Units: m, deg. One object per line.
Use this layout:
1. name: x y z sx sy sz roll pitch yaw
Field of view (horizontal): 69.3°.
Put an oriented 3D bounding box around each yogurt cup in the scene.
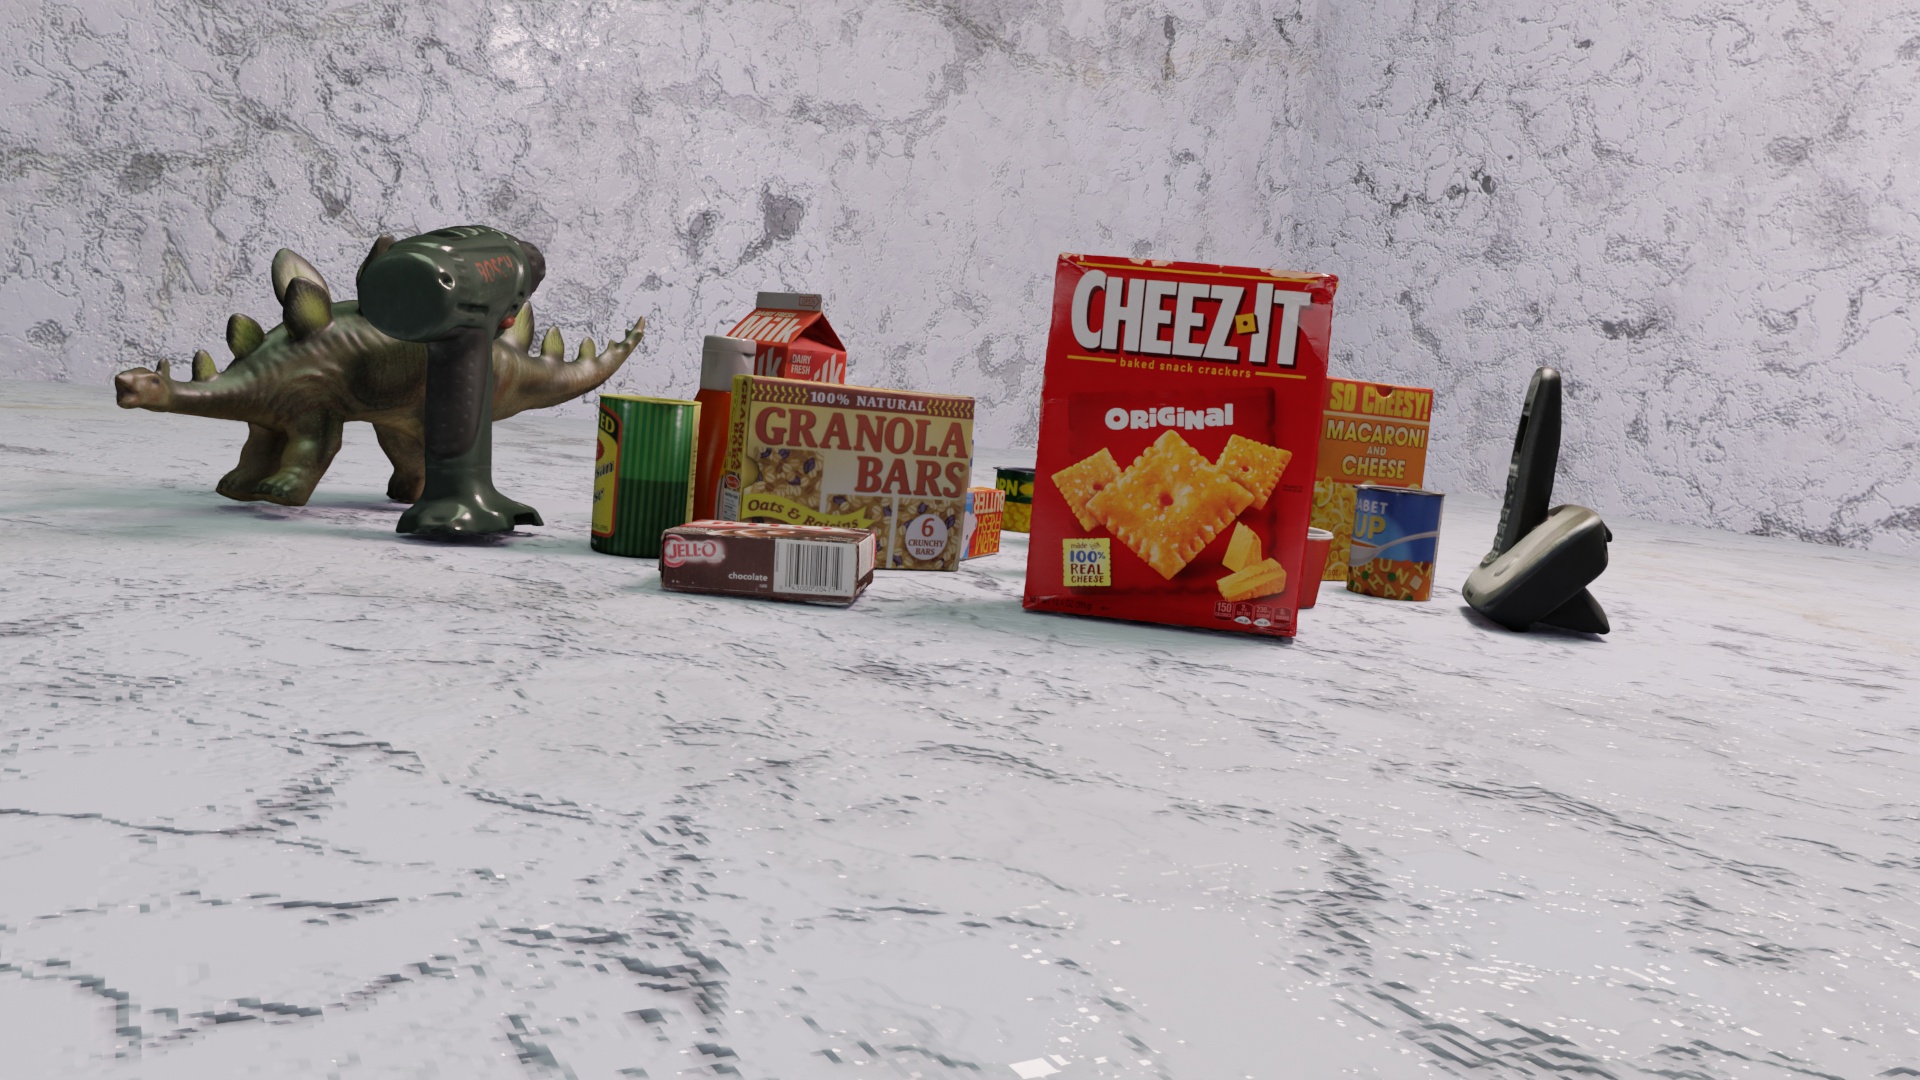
1. yogurt cup: 0.223 0.017 0.973 0.072 0.054 0.072 5 6 0

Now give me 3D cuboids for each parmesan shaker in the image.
1. parmesan shaker: -0.208 -0.043 0.917 0.071 0.103 0.071 5 6 0

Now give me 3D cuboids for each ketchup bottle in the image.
1. ketchup bottle: -0.168 -0.068 0.974 0.043 0.148 0.065 8 6 22

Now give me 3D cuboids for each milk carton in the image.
1. milk carton: -0.143 -0.100 1.097 0.072 0.190 0.073 9 7 34

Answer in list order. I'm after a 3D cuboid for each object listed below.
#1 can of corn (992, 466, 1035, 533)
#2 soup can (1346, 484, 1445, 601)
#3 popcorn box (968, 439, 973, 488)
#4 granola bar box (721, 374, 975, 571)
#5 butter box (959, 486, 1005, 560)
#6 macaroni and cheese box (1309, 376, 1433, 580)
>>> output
1. can of corn: 0.062 -0.039 1.324 0.071 0.058 0.071 5 6 0
2. soup can: 0.335 0.001 1.082 0.071 0.083 0.071 5 6 0
3. popcorn box: -0.044 -0.052 1.229 0.038 0.085 0.127 10 8 40
4. granola bar box: -0.075 -0.044 0.947 0.166 0.124 0.039 2 6 -27
5. butter box: 0.004 -0.013 1.063 0.024 0.053 0.104 8 6 22
6. macaroni and cheese box: 0.331 -0.050 1.162 0.124 0.166 0.040 2 6 -29
